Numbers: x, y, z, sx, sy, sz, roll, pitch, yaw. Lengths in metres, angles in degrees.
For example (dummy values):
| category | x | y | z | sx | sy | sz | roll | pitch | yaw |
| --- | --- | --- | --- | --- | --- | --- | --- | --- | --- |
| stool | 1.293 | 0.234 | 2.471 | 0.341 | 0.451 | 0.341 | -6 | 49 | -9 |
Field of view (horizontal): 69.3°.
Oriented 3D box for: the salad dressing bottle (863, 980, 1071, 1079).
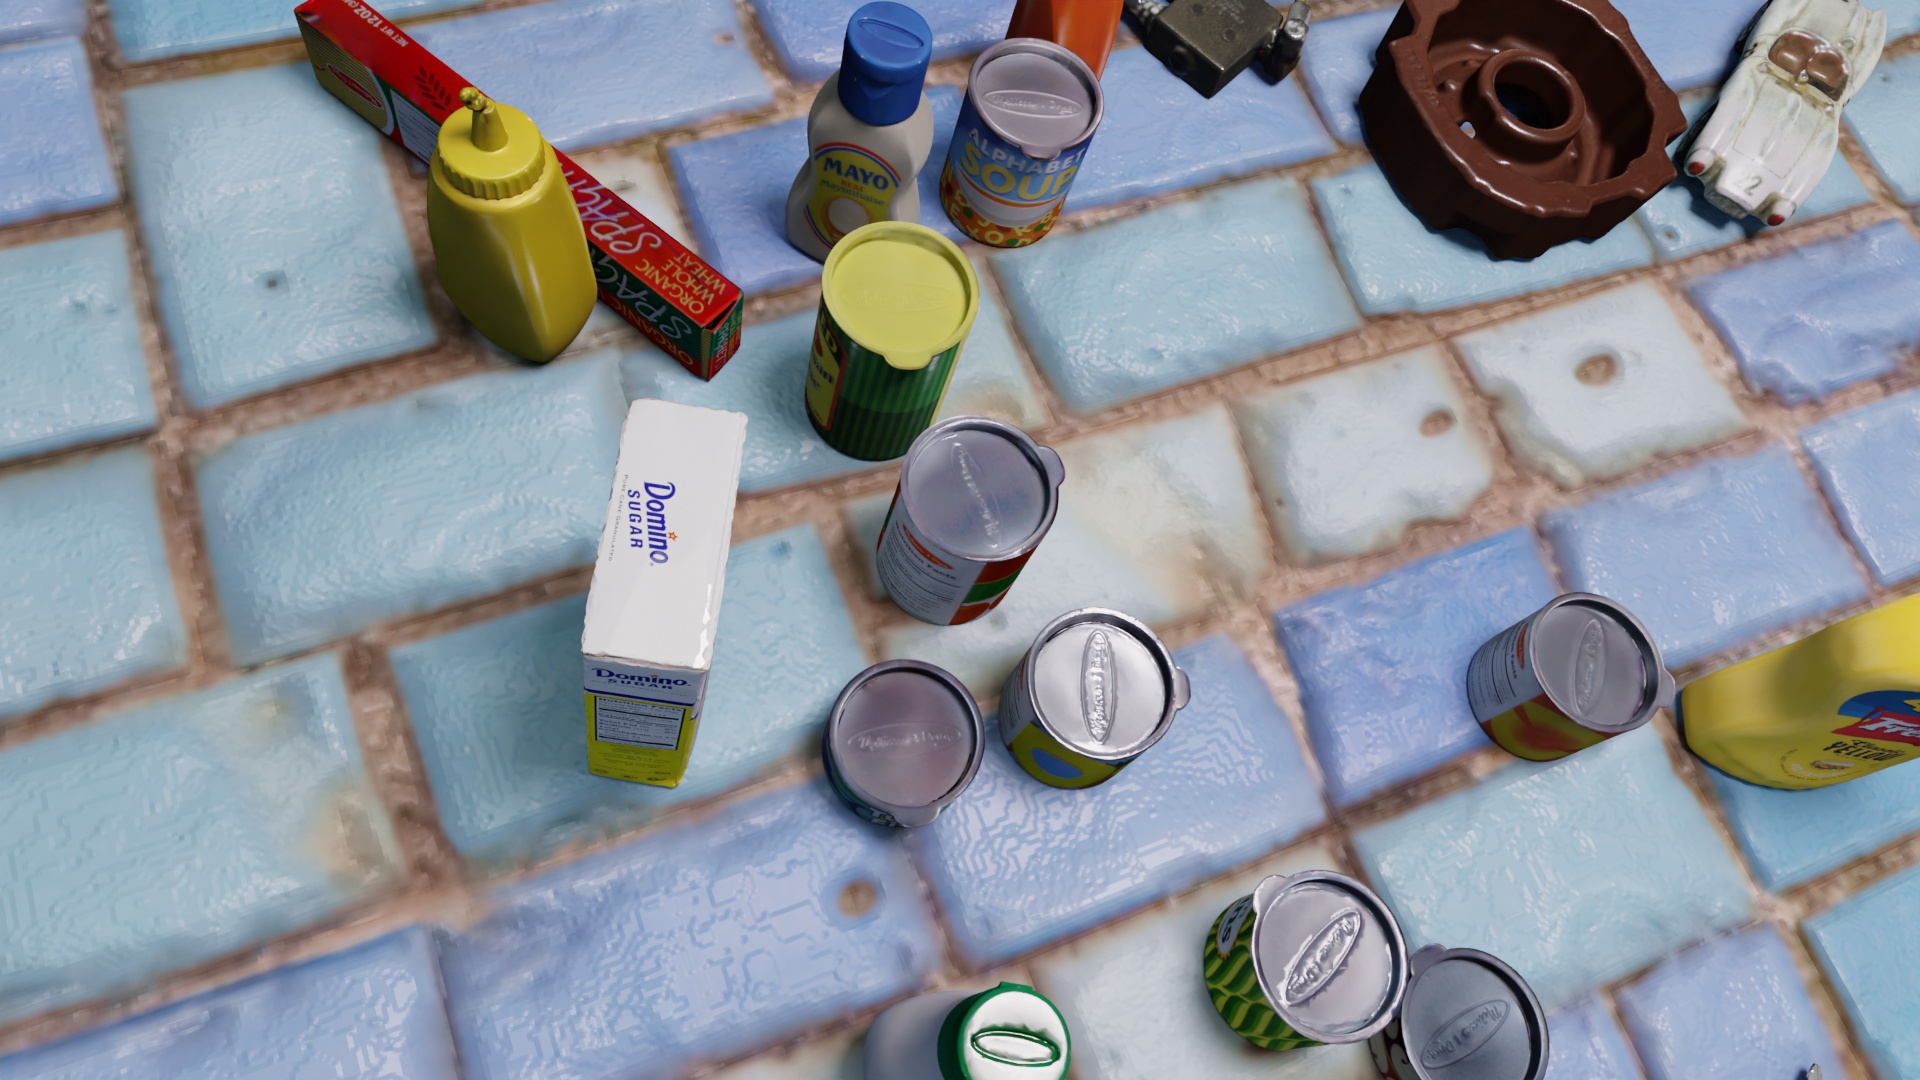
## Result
| category | x | y | z | sx | sy | sz | roll | pitch | yaw |
| --- | --- | --- | --- | --- | --- | --- | --- | --- | --- |
| salad dressing bottle | 0.003 | 0.181 | 0.489 | 0.064 | 0.147 | 0.044 | 12 | 66 | -7 |

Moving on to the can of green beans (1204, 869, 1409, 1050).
| category | x | y | z | sx | sy | sz | roll | pitch | yaw |
| --- | --- | --- | --- | --- | --- | --- | --- | --- | --- |
| can of green beans | 0.140 | 0.173 | 0.571 | 0.071 | 0.057 | 0.071 | 4 | 67 | -10 |

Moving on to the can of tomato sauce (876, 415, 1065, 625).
| category | x | y | z | sx | sy | sz | roll | pitch | yaw |
| --- | --- | --- | --- | --- | --- | --- | --- | --- | --- |
| can of tomato sauce | 0.002 | -0.008 | 0.606 | 0.071 | 0.082 | 0.071 | 4 | 67 | -10 |

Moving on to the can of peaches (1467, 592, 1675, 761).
| category | x | y | z | sx | sy | sz | roll | pitch | yaw |
| --- | --- | --- | --- | --- | --- | --- | --- | --- | --- |
| can of peaches | 0.282 | 0.066 | 0.647 | 0.071 | 0.057 | 0.071 | 4 | 67 | -10 |

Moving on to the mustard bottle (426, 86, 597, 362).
| category | x | y | z | sx | sy | sz | roll | pitch | yaw |
| --- | --- | --- | --- | --- | --- | --- | --- | --- | --- |
| mustard bottle | -0.188 | -0.135 | 0.578 | 0.065 | 0.159 | 0.049 | 31 | 65 | 2 |

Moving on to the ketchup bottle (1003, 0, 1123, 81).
| category | x | y | z | sx | sy | sz | roll | pitch | yaw |
| --- | --- | --- | --- | --- | --- | --- | --- | --- | --- |
| ketchup bottle | 0.053 | -0.262 | 0.690 | 0.043 | 0.148 | 0.065 | -14 | 71 | -17 |

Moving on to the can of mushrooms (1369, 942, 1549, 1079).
| category | x | y | z | sx | sy | sz | roll | pitch | yaw |
| --- | --- | --- | --- | --- | --- | --- | --- | --- | --- |
| can of mushrooms | 0.207 | 0.205 | 0.585 | 0.071 | 0.033 | 0.071 | 4 | 66 | -10 |

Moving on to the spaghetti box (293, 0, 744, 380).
| category | x | y | z | sx | sy | sz | roll | pitch | yaw |
| --- | --- | --- | --- | --- | --- | --- | --- | --- | --- |
| spaghetti box | -0.204 | -0.166 | 0.649 | 0.250 | 0.050 | 0.029 | 38 | 65 | 6 |

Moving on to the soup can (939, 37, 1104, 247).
| category | x | y | z | sx | sy | sz | roll | pitch | yaw |
| --- | --- | --- | --- | --- | --- | --- | --- | --- | --- |
| soup can | 0.028 | -0.193 | 0.691 | 0.071 | 0.083 | 0.071 | 4 | 67 | -10 |

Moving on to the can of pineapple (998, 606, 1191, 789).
| category | x | y | z | sx | sy | sz | roll | pitch | yaw |
| --- | --- | --- | --- | --- | --- | --- | --- | --- | --- |
| can of pineapple | 0.055 | 0.070 | 0.598 | 0.071 | 0.057 | 0.071 | 4 | 67 | -10 |

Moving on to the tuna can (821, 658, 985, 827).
| category | x | y | z | sx | sy | sz | roll | pitch | yaw |
| --- | --- | --- | --- | --- | --- | --- | --- | --- | --- |
| tuna can | -0.024 | 0.089 | 0.587 | 0.071 | 0.032 | 0.071 | 4 | 66 | -10 |

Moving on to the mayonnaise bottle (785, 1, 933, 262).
| category | x | y | z | sx | sy | sz | roll | pitch | yaw |
| --- | --- | --- | --- | --- | --- | --- | --- | --- | --- |
| mayonnaise bottle | -0.043 | -0.180 | 0.635 | 0.065 | 0.147 | 0.041 | 19 | 65 | -3 |

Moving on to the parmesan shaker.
| category | x | y | z | sx | sy | sz | roll | pitch | yaw |
| --- | --- | --- | --- | --- | --- | --- | --- | --- | --- |
| parmesan shaker | -0.034 | -0.083 | 0.620 | 0.071 | 0.102 | 0.071 | 4 | 67 | -10 |
